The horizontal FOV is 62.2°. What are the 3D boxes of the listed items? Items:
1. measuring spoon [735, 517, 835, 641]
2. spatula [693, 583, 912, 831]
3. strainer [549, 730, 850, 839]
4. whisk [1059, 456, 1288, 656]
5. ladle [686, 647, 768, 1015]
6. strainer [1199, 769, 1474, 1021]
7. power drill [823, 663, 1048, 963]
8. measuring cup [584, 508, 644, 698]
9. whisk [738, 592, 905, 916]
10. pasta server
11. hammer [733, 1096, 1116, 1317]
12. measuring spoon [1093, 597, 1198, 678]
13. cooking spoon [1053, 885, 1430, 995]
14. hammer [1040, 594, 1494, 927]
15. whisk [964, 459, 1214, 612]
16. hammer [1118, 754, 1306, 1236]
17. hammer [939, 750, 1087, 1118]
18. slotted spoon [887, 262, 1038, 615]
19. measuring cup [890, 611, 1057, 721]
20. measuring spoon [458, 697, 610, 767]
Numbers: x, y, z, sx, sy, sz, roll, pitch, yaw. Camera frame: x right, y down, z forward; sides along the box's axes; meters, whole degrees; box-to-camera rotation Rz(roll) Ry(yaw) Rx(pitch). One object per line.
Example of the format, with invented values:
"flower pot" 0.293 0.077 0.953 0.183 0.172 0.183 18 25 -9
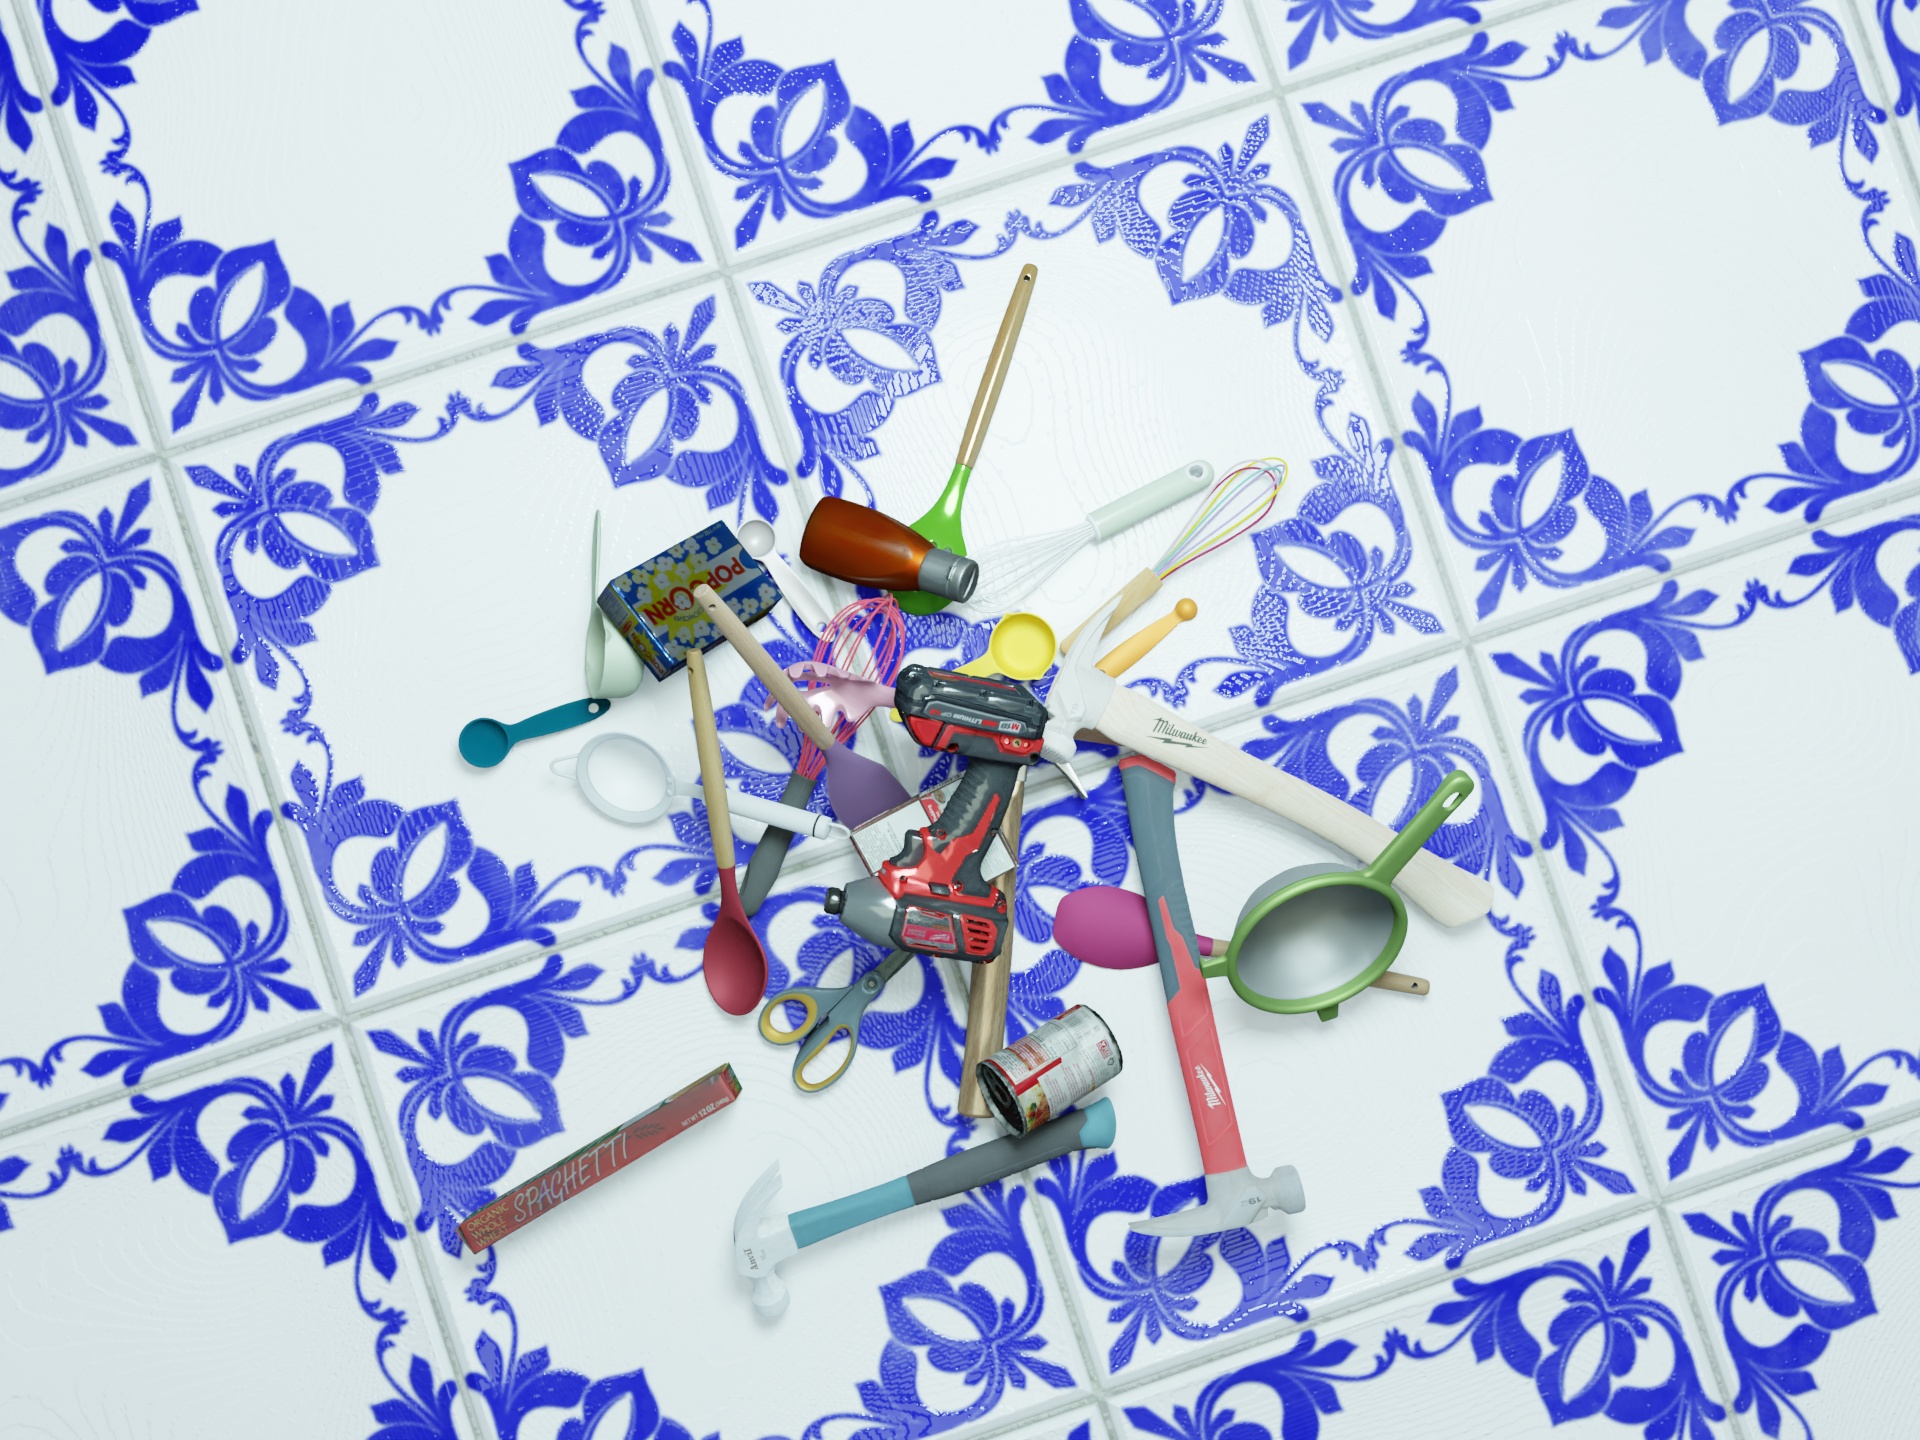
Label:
"measuring spoon" -0.146 -0.117 1.344 0.034 0.018 0.124 -37 96 -6
"spatula" -0.118 0.003 1.235 0.060 0.018 0.315 -30 133 5
"strainer" -0.209 0.060 1.299 0.258 0.050 0.086 15 120 13
"whisk" 0.179 -0.137 1.338 0.245 0.051 0.047 -41 69 2
"ladle" -0.193 0.092 1.273 0.069 0.031 0.315 9 115 31
"strainer" 0.305 0.122 1.258 0.151 0.069 0.256 23 116 -28
"power drill" -0.019 0.075 1.226 0.143 0.079 0.219 11 100 -10
"measuring cup" -0.286 -0.098 1.321 0.038 0.083 0.168 4 69 -24
"whisk" -0.121 0.028 1.316 0.073 0.073 0.296 25 93 0
"pasta server" -0.002 -0.004 1.284 0.316 0.040 0.060 10 129 -16
"hammer" -0.027 0.382 1.306 0.331 0.033 0.128 -18 114 -6
"measuring spoon" 0.153 -0.065 1.345 0.117 0.011 0.021 -37 89 -2
"cooking spoon" 0.236 0.195 1.335 0.319 0.017 0.069 11 88 0
"hammer" 0.263 0.050 1.311 0.410 0.038 0.146 28 74 -8
"whisk" 0.104 -0.157 1.332 0.246 0.059 0.058 -27 74 -7
"hammer" 0.169 0.221 1.303 0.143 0.038 0.386 -12 83 -1
"hammer" 0.032 0.164 1.327 0.130 0.031 0.331 5 89 0
"slotted spoon" 0.009 -0.239 1.342 0.070 0.031 0.314 19 87 0
"measuring cup" 0.011 -0.040 1.341 0.156 0.029 0.062 -28 89 10
"measuring spoon" -0.356 0.006 1.336 0.128 0.021 0.042 -18 89 -11
